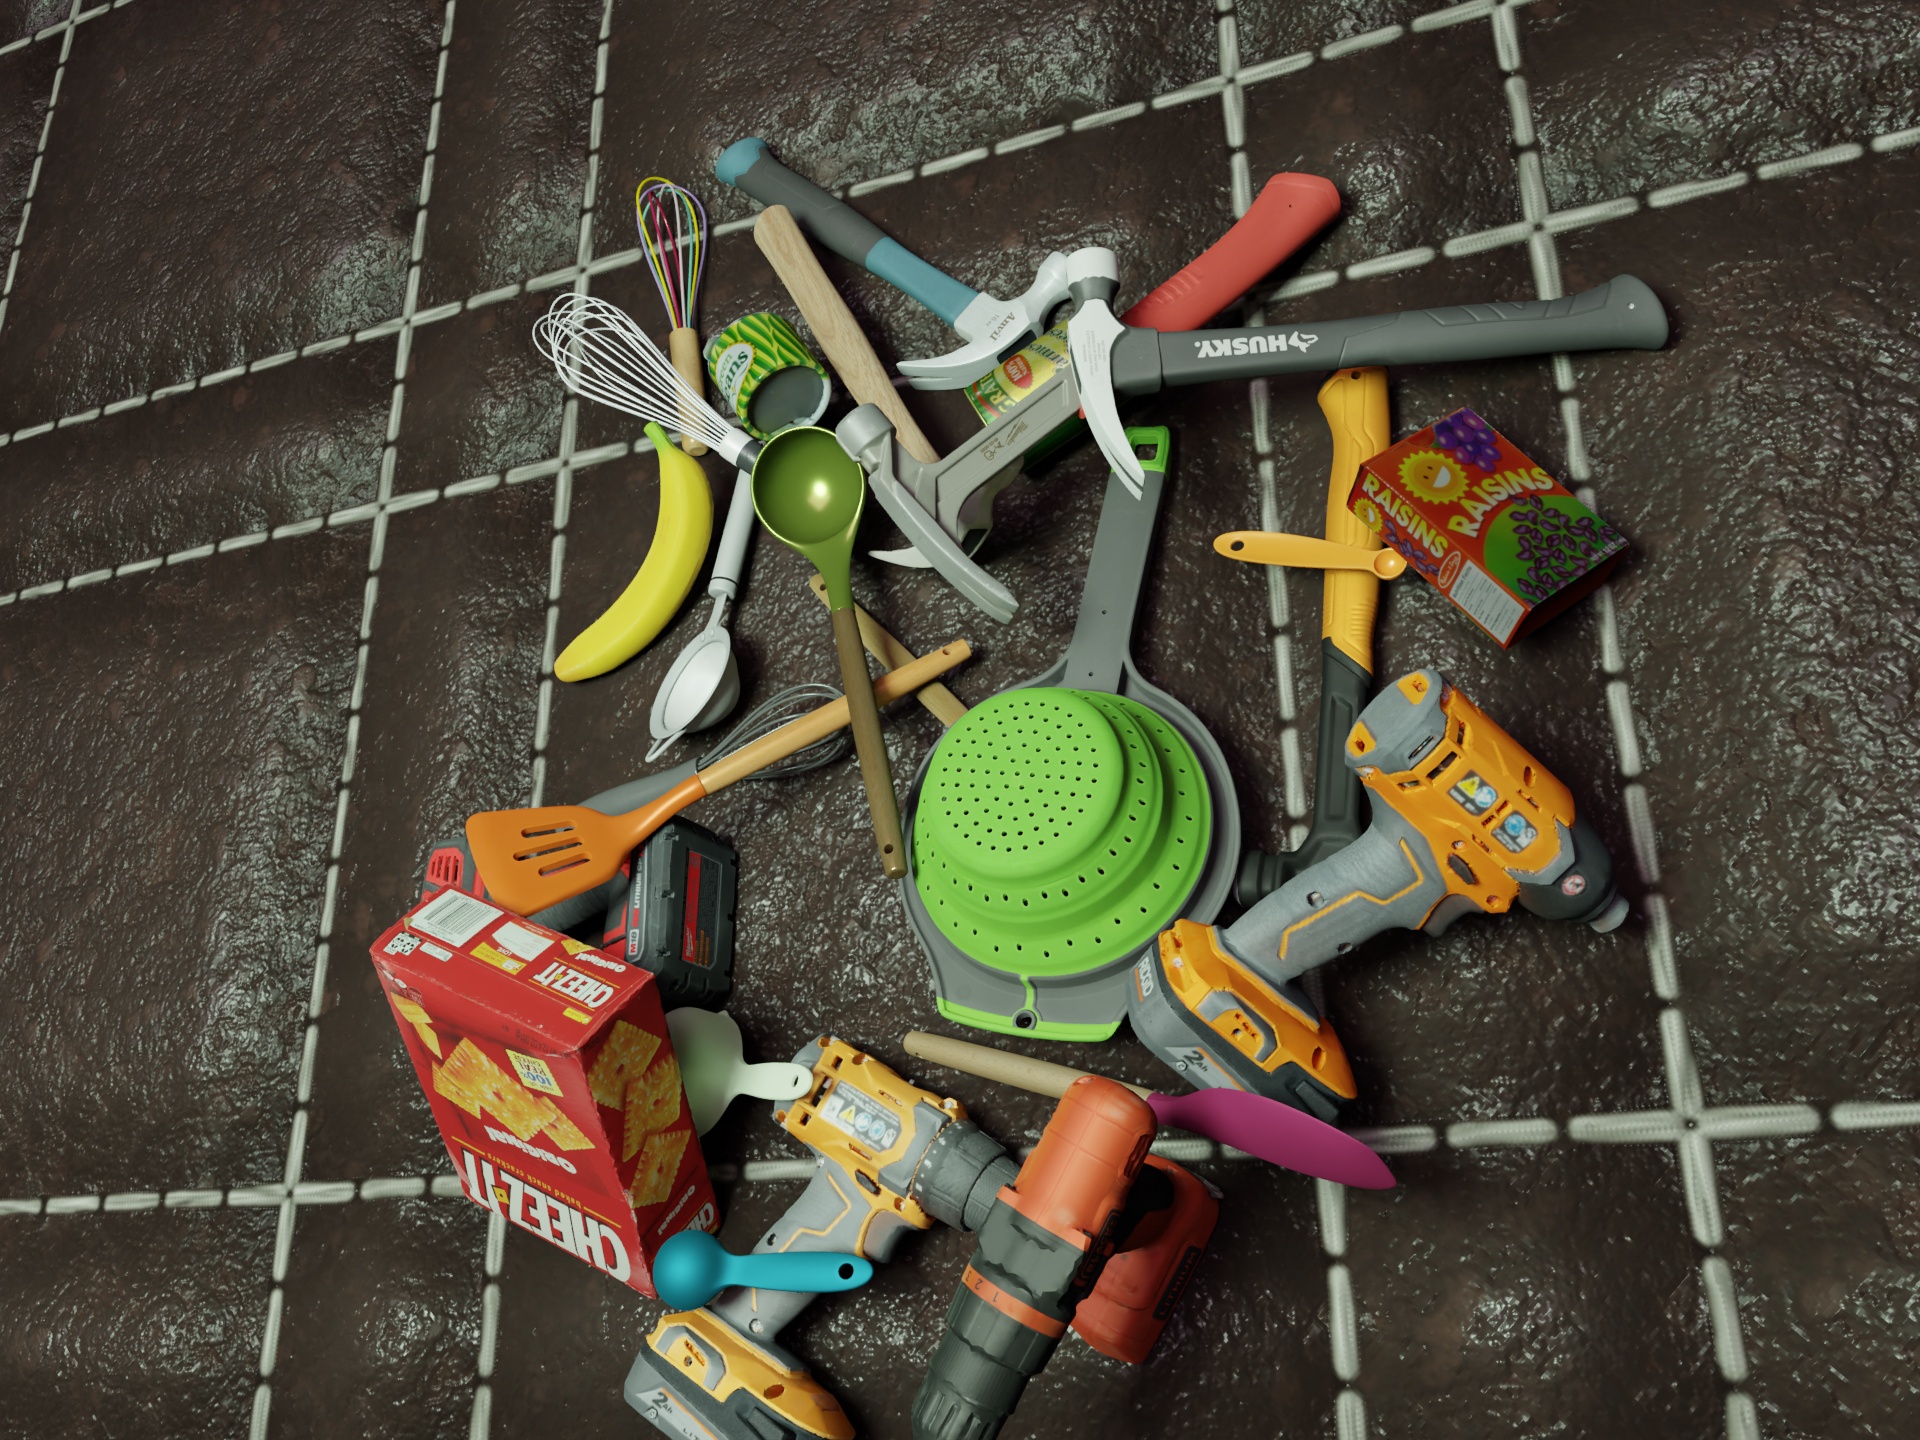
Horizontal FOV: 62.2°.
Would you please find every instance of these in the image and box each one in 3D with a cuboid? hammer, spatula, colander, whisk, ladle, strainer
[{"bbox_3d":[0.105,-0.216,0.957,0.359,0.036,0.149,-39,84,-17],"label":"hammer"},{"bbox_3d":[-0.066,-0.344,1.148,0.128,0.033,0.331,-49,60,-1],"label":"hammer"},{"bbox_3d":[-0.137,0.024,0.967,0.322,0.041,0.081,-28,59,-9],"label":"spatula"},{"bbox_3d":[0.064,-0.024,0.908,0.204,0.094,0.397,3,65,23],"label":"colander"},{"bbox_3d":[-0.214,-0.308,1.196,0.051,0.047,0.245,-16,68,16],"label":"whisk"},{"bbox_3d":[-0.067,-0.233,1.069,0.332,0.031,0.130,60,136,30],"label":"hammer"},{"bbox_3d":[-0.072,-0.049,0.967,0.078,0.062,0.320,-23,56,14],"label":"ladle"},{"bbox_3d":[-0.180,-0.206,1.100,0.285,0.070,0.070,35,87,11],"label":"whisk"},{"bbox_3d":[-0.162,-0.082,1.088,0.087,0.050,0.259,-16,56,48],"label":"strainer"},{"bbox_3d":[0.230,-0.056,0.907,0.127,0.034,0.337,-1,70,24],"label":"hammer"},{"bbox_3d":[-0.002,-0.003,0.996,0.069,0.031,0.316,-45,58,-2],"label":"ladle"},{"bbox_3d":[-0.172,0.033,1.046,0.239,0.055,0.055,-22,63,19],"label":"whisk"},{"bbox_3d":[0.231,-0.210,0.906,0.335,0.035,0.146,-4,76,2],"label":"hammer"}]

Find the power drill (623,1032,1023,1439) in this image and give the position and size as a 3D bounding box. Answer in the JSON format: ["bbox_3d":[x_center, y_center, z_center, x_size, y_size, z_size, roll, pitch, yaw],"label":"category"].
[{"bbox_3d":[-0.059,0.310,0.874,0.185,0.084,0.226,24,77,29],"label":"power drill"}]

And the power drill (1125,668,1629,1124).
[{"bbox_3d":[0.210,0.106,0.791,0.164,0.084,0.226,39,105,-10],"label":"power drill"}]

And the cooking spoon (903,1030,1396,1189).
[{"bbox_3d":[0.080,0.196,0.827,0.319,0.068,0.017,3,51,46],"label":"cooking spoon"}]

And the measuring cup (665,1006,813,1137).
[{"bbox_3d":[-0.142,0.205,0.928,0.167,0.038,0.083,-14,56,53],"label":"measuring cup"}]

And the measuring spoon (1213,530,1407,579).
[{"bbox_3d":[0.200,-0.094,0.912,0.117,0.011,0.021,12,69,33],"label":"measuring spoon"}]

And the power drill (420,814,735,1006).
[{"bbox_3d":[-0.260,0.139,1.030,0.220,0.078,0.143,-9,67,24],"label":"power drill"}]

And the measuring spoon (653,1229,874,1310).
[{"bbox_3d":[-0.108,0.290,0.843,0.128,0.021,0.042,-6,60,18],"label":"measuring spoon"}]
